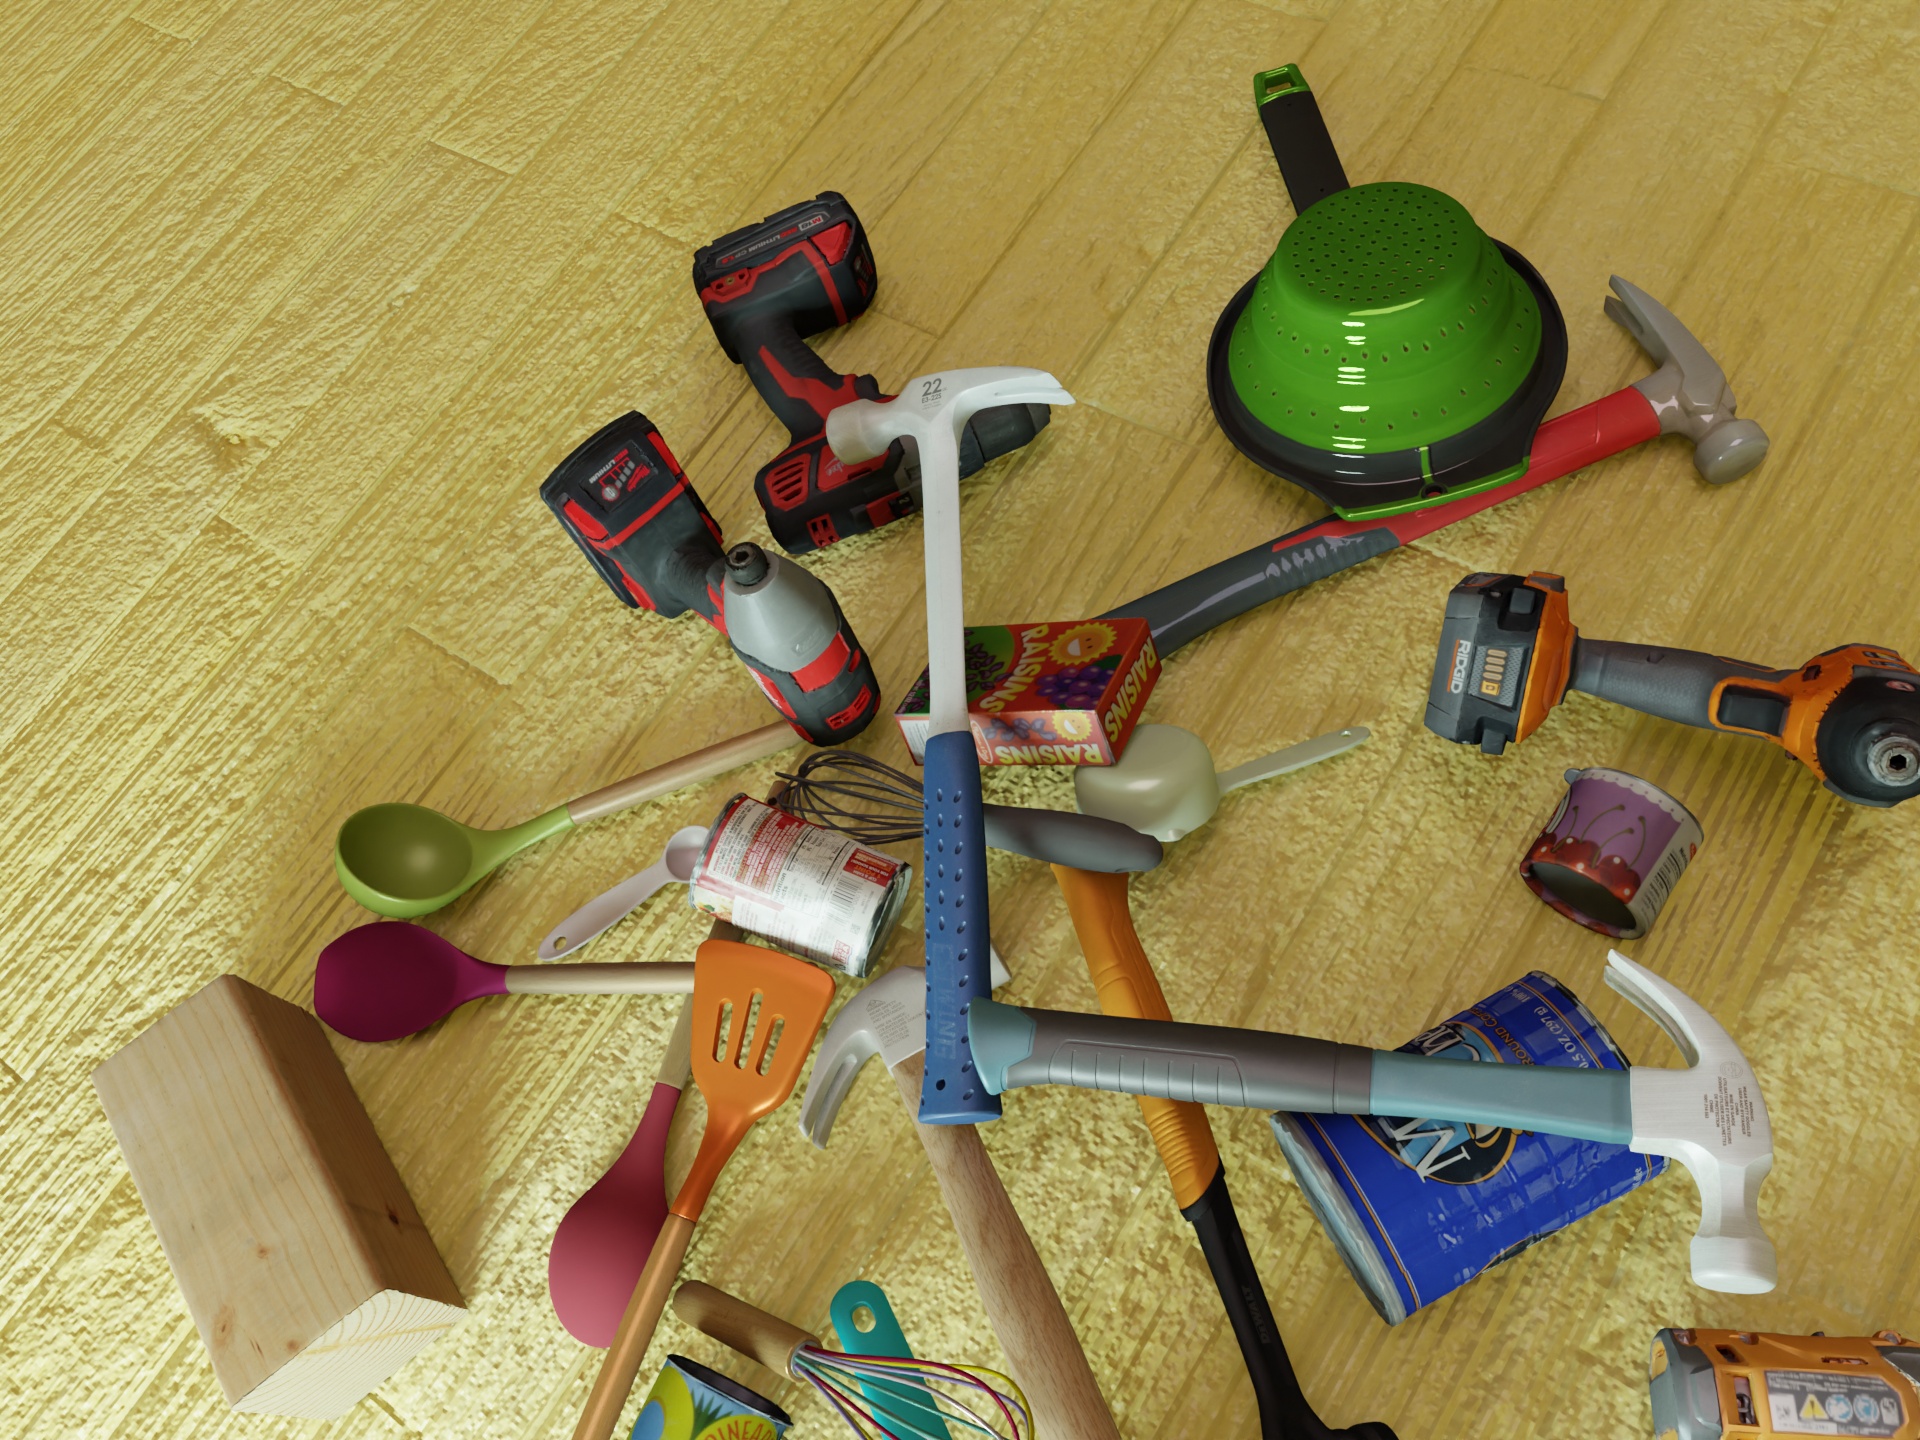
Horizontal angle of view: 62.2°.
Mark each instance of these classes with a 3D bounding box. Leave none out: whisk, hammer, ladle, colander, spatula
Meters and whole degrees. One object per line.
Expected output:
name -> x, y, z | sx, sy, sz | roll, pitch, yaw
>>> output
whisk -> -0.002, 0.051, 0.847 | 0.239, 0.055, 0.055 | 8, 65, 32
hammer -> 0.100, 0.198, 0.752 | 0.034, 0.127, 0.337 | -45, 48, 34
ladle -> -0.206, 0.038, 0.925 | 0.320, 0.062, 0.078 | -21, 47, -1
colander -> 0.228, -0.301, 0.947 | 0.204, 0.094, 0.398 | -14, 54, 9
whisk -> -0.054, 0.290, 0.715 | 0.245, 0.051, 0.047 | 1, 83, 48
ladle -> -0.147, 0.174, 0.859 | 0.069, 0.031, 0.316 | 11, 65, 15
hammer -> 0.161, 0.153, 0.676 | 0.331, 0.033, 0.128 | 2, 61, 17
hammer -> -0.001, -0.003, 0.818 | 0.144, 0.035, 0.406 | -13, 67, 27
hammer -> 0.244, -0.129, 0.912 | 0.386, 0.038, 0.143 | -23, 60, 1
hammer -> 0.016, 0.248, 0.737 | 0.130, 0.031, 0.332 | -29, 46, 0
spatula -> -0.149, 0.266, 0.779 | 0.081, 0.041, 0.323 | 13, 65, 17

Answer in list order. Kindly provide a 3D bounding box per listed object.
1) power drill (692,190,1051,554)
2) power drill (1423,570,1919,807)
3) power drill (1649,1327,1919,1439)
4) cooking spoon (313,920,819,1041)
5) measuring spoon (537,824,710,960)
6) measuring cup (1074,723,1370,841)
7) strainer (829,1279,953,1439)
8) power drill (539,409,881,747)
power drill -> -0.062, -0.227, 1.015 | 0.188, 0.080, 0.227 | -23, 64, 1
power drill -> 0.346, -0.013, 0.761 | 0.226, 0.164, 0.084 | 12, 104, 20
power drill -> 0.379, 0.355, 0.614 | 0.185, 0.084, 0.226 | -2, 59, 11
cooking spoon -> -0.226, 0.143, 0.881 | 0.319, 0.017, 0.069 | -4, 77, 19
measuring spoon -> -0.189, 0.103, 0.913 | 0.124, 0.018, 0.034 | -33, 61, 3
measuring cup -> 0.140, 0.017, 0.849 | 0.167, 0.038, 0.083 | -17, 26, -7
strainer -> 0.020, 0.398, 0.678 | 0.211, 0.095, 0.341 | -23, 41, -13
power drill -> -0.142, -0.084, 0.910 | 0.078, 0.143, 0.220 | -43, 53, -12
